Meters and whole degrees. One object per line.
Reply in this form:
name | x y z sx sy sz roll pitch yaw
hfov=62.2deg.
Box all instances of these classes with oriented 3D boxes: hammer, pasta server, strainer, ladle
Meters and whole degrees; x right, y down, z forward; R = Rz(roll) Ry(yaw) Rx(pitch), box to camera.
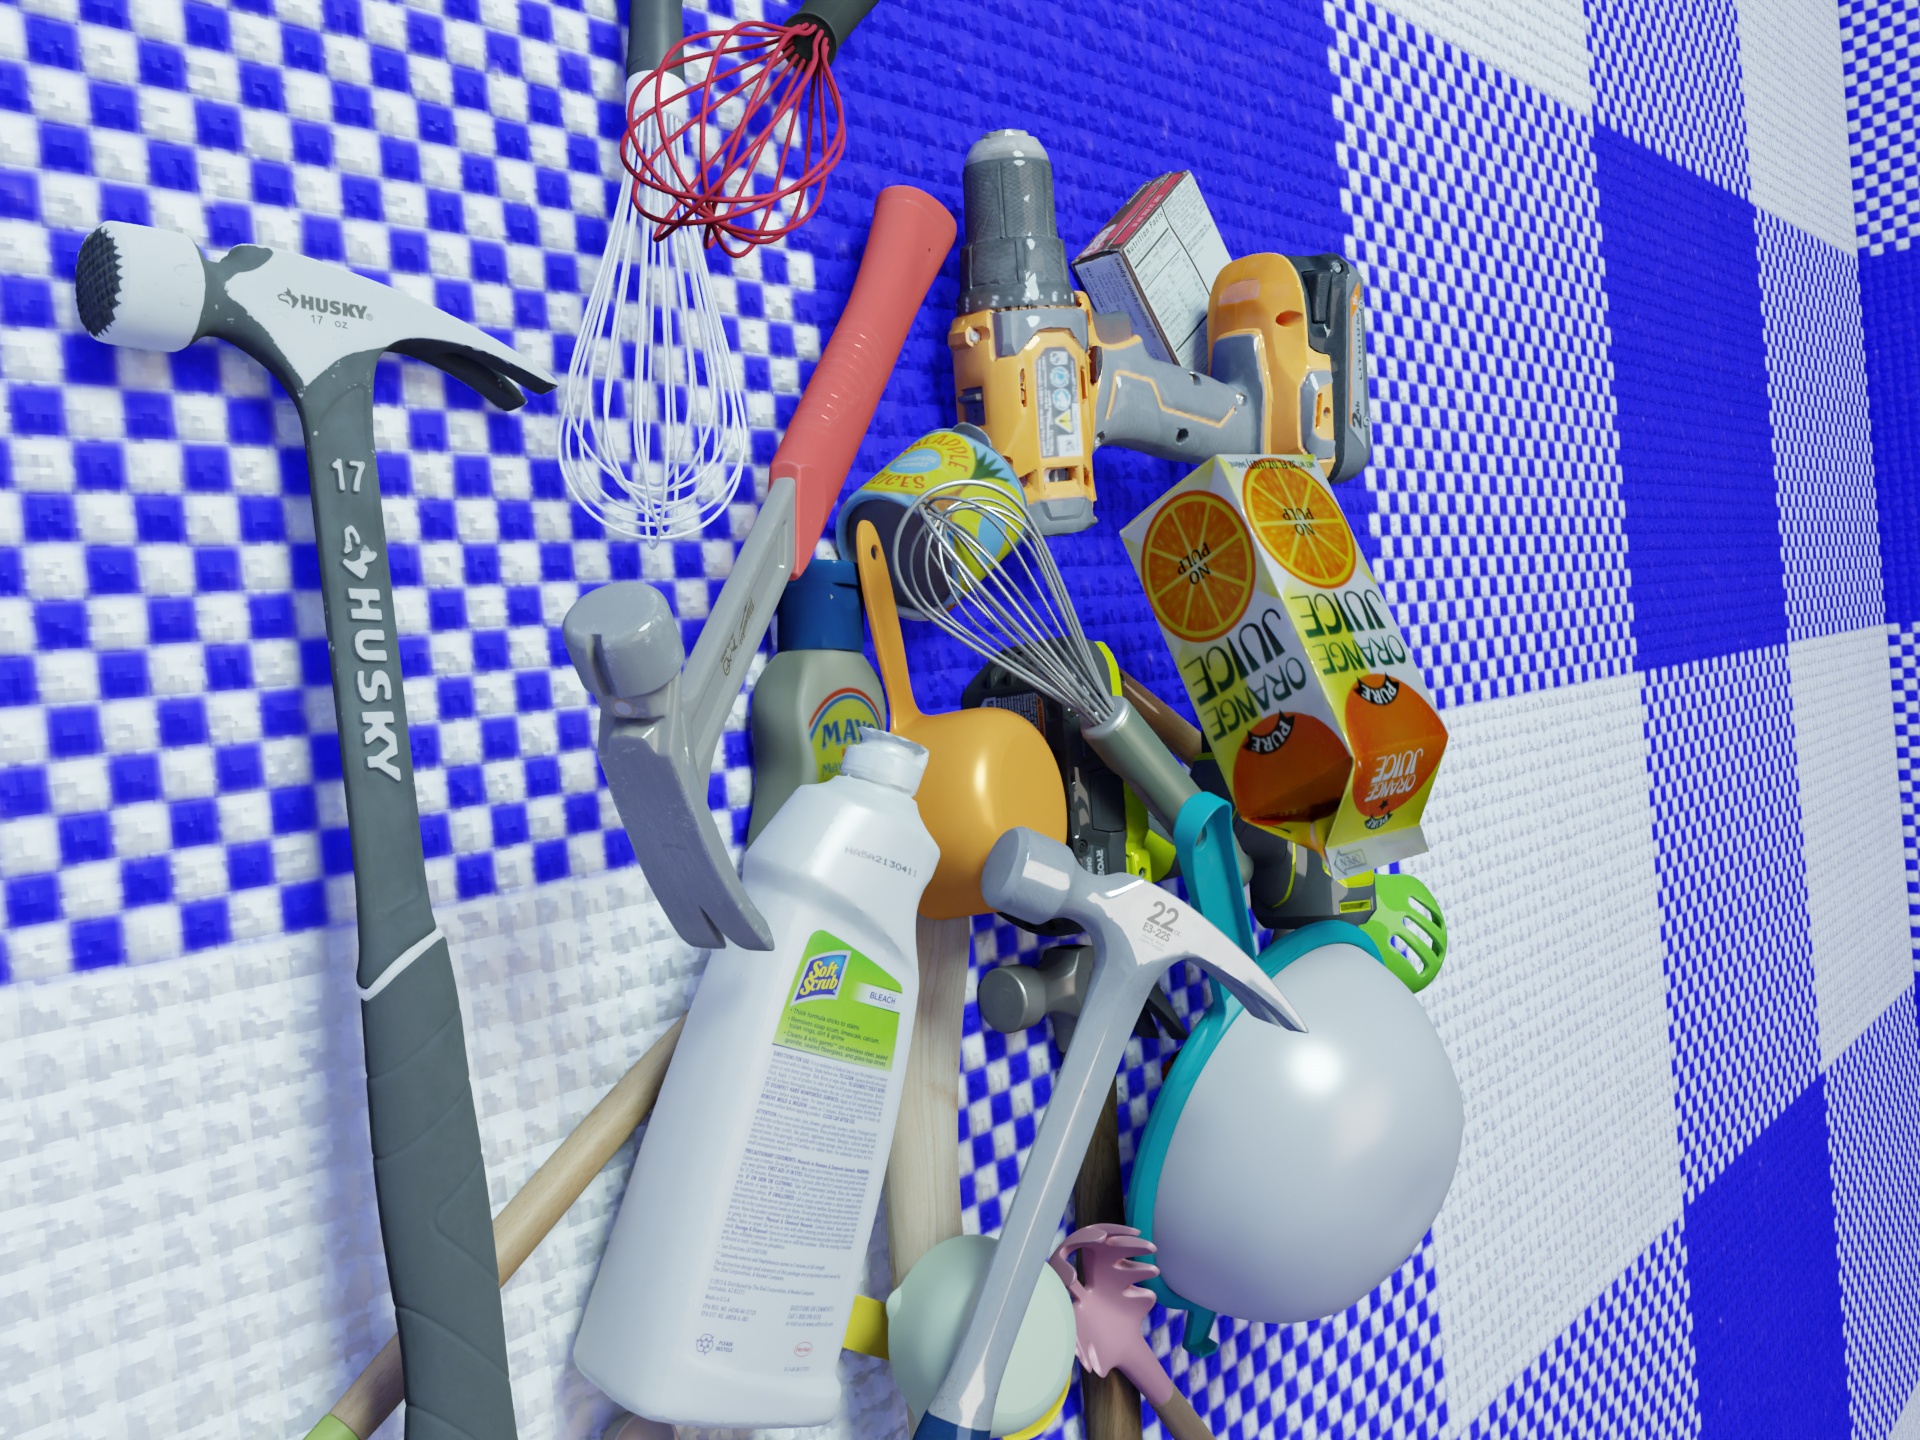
hammer | -0.054 -0.091 0.610 0.149 0.037 0.359 78 20 -43
hammer | -0.173 0.055 0.497 0.149 0.036 0.409 -3 82 -50
hammer | 0.009 0.253 0.596 0.144 0.035 0.405 25 79 -17
pasta server | 0.114 0.347 0.781 0.060 0.040 0.316 -47 123 -26
strainer | 0.165 0.166 0.731 0.211 0.095 0.340 -43 136 -24
hammer | -0.016 0.270 0.665 0.146 0.038 0.411 -1 82 -35
ladle | -0.170 0.206 0.508 0.320 0.062 0.078 -49 123 -41
hammer | 0.073 0.276 0.792 0.130 0.031 0.331 -5 91 -48

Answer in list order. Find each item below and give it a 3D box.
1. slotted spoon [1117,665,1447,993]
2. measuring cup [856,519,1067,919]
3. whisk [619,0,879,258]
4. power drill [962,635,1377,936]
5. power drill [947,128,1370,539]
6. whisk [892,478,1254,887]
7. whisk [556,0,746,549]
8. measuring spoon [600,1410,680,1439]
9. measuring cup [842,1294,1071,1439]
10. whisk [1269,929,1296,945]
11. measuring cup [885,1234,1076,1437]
slotted spoon | 0.180 0.060 0.887 0.313 0.031 0.070 39 67 -24
measuring cup | -0.001 -0.002 0.660 0.095 0.052 0.173 -33 112 -59
whisk | -0.063 -0.254 0.610 0.073 0.073 0.296 56 29 -30
power drill | 0.116 0.014 0.791 0.228 0.080 0.190 -1 86 -37
power drill | 0.094 -0.189 0.782 0.226 0.084 0.185 -10 100 -31
whisk | 0.056 -0.006 0.673 0.059 0.058 0.246 -41 118 2
whisk | -0.115 -0.204 0.602 0.070 0.070 0.285 8 76 -48
measuring spoon | -0.098 0.289 0.616 0.124 0.018 0.034 41 56 -46
measuring cup | -0.015 0.276 0.705 0.156 0.029 0.062 30 65 -30
whisk | 0.199 0.102 0.938 0.055 0.055 0.239 28 71 -44
measuring cup | -0.001 0.288 0.625 0.083 0.038 0.168 31 63 -26
